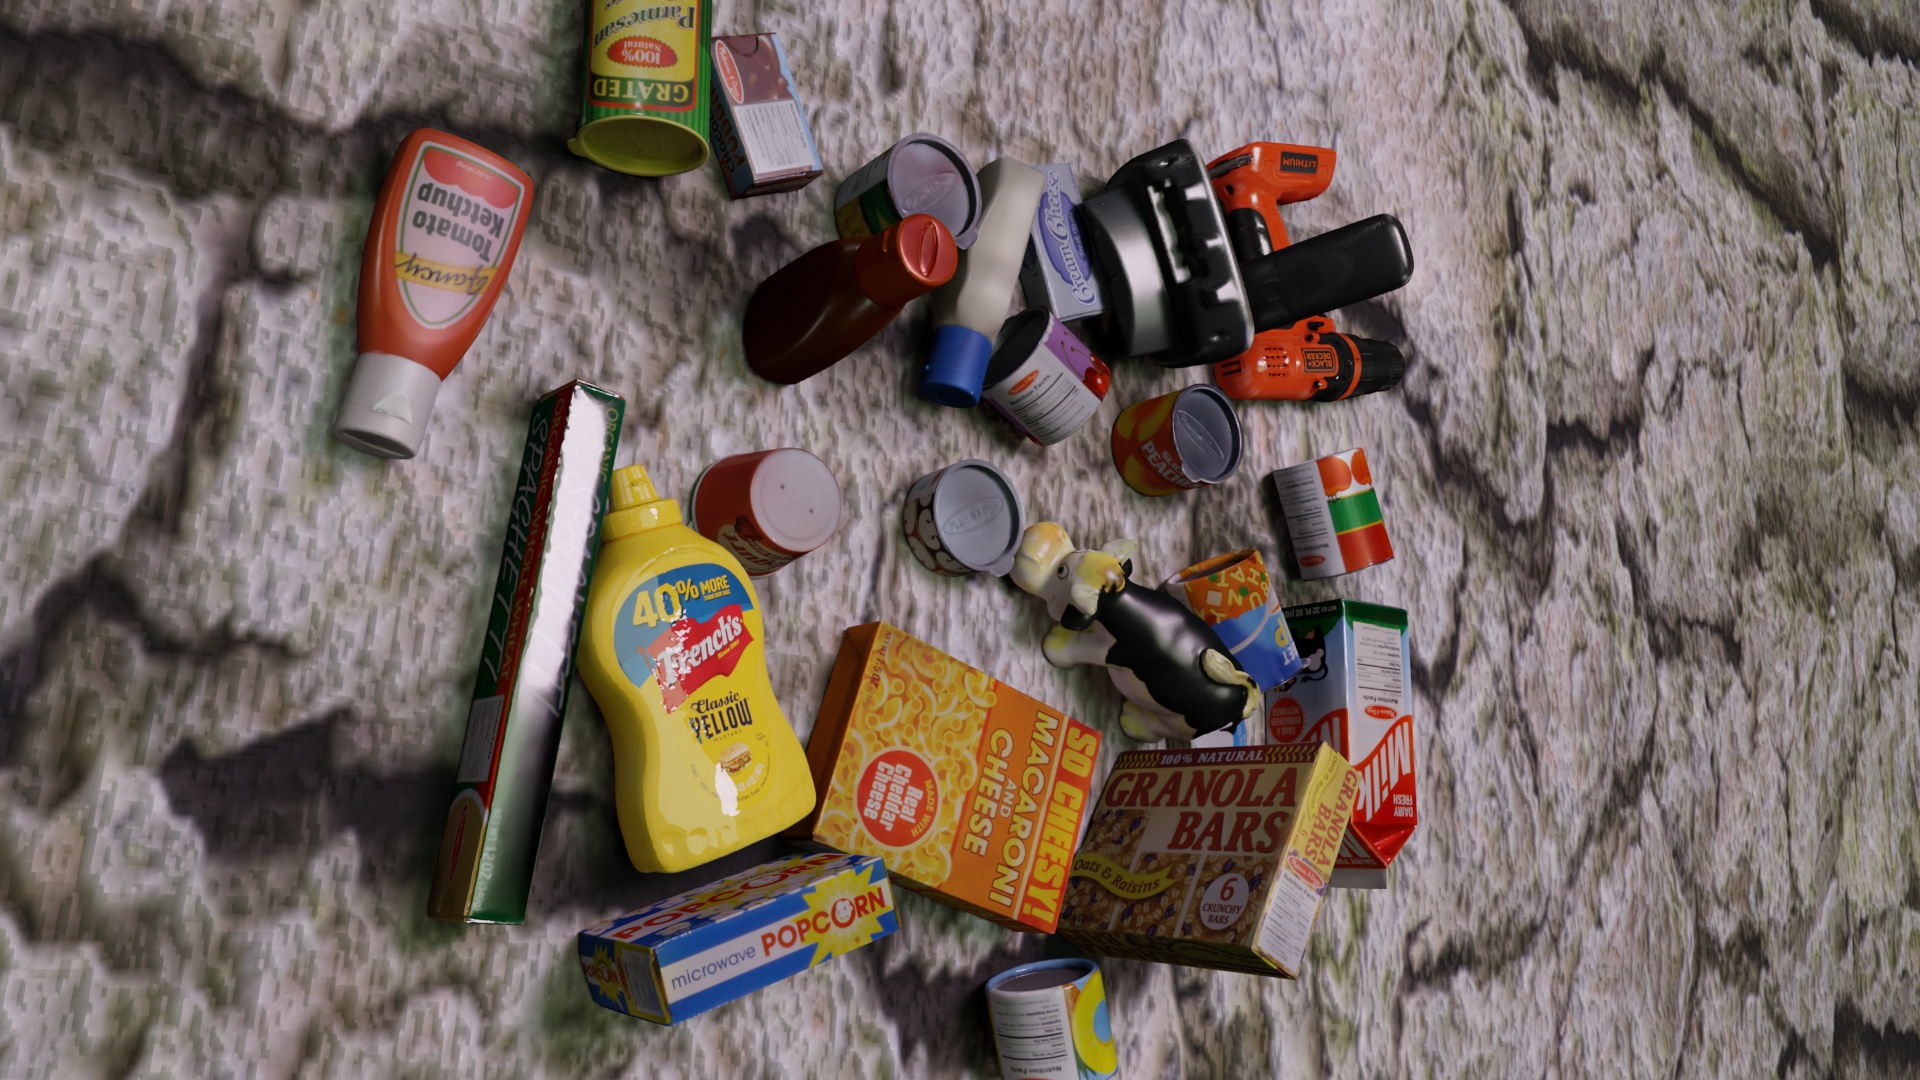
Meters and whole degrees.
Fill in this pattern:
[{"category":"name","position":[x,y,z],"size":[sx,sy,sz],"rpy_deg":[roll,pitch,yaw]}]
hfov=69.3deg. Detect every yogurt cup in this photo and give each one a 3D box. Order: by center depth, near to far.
[{"category":"yogurt cup","position":[-0.099,-0.017,0.726],"size":[0.072,0.054,0.072],"rpy_deg":[9,76,-36]}]

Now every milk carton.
[{"category":"milk carton","position":[0.260,0.141,0.954],"size":[0.073,0.072,0.191],"rpy_deg":[11,74,-35]}]

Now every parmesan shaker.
[{"category":"parmesan shaker","position":[-0.165,-0.250,0.716],"size":[0.071,0.071,0.103],"rpy_deg":[7,77,-36]}]

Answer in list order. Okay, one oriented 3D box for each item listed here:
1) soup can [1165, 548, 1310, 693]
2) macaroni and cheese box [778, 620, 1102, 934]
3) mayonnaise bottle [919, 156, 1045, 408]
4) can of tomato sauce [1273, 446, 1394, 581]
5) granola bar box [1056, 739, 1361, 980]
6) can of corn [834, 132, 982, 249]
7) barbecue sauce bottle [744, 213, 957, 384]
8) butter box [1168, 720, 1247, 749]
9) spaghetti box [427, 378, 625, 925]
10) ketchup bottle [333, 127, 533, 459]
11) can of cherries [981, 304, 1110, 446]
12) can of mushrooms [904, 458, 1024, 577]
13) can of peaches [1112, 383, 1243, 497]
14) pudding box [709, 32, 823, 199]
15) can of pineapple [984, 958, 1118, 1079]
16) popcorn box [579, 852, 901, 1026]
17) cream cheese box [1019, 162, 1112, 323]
[{"category":"soup can","position":[0.182,0.054,0.913],"size":[0.071,0.071,0.083],"rpy_deg":[-25,96,-37]},{"category":"macaroni and cheese box","position":[-0.006,0.134,0.774],"size":[0.166,0.040,0.124],"rpy_deg":[30,64,-29]},{"category":"mayonnaise bottle","position":[0.011,-0.153,0.832],"size":[0.041,0.064,0.148],"rpy_deg":[20,73,-18]},{"category":"can of tomato sauce","position":[0.268,-0.019,0.995],"size":[0.071,0.071,0.083],"rpy_deg":[-16,90,-38]},{"category":"granola bar box","position":[0.136,0.178,0.793],"size":[0.039,0.165,0.125],"rpy_deg":[41,60,-23]},{"category":"can of corn","position":[-0.030,-0.193,0.810],"size":[0.071,0.058,0.071],"rpy_deg":[8,76,-36]},{"category":"barbecue sauce bottle","position":[-0.059,-0.127,0.718],"size":[0.044,0.148,0.065],"rpy_deg":[18,71,-33]},{"category":"butter box","position":[0.165,0.160,0.908],"size":[0.053,0.024,0.103],"rpy_deg":[1,80,-36]},{"category":"spaghetti box","position":[-0.198,0.048,0.640],"size":[0.029,0.050,0.250],"rpy_deg":[19,70,-35]},{"category":"ketchup bottle","position":[-0.247,-0.112,0.640],"size":[0.065,0.043,0.149],"rpy_deg":[22,69,-32]},{"category":"can of cherries","position":[0.049,-0.101,0.848],"size":[0.058,0.071,0.072],"rpy_deg":[39,60,-25]},{"category":"can of mushrooms","position":[0.003,-0.010,0.814],"size":[0.071,0.033,0.071],"rpy_deg":[9,75,-36]},{"category":"can of peaches","position":[0.142,-0.063,0.914],"size":[0.071,0.058,0.071],"rpy_deg":[8,77,-36]},{"category":"pudding box","position":[-0.114,-0.237,0.773],"size":[0.050,0.030,0.083],"rpy_deg":[-21,94,-37]},{"category":"can of pineapple","position":[0.051,0.270,0.775],"size":[0.071,0.071,0.058],"rpy_deg":[-8,86,-38]},{"category":"popcorn box","position":[-0.105,0.186,0.661],"size":[0.127,0.085,0.038],"rpy_deg":[-12,88,-38]},{"category":"cream cheese box","position":[0.060,-0.192,0.899],"size":[0.053,0.024,0.103],"rpy_deg":[-17,91,-38]}]
